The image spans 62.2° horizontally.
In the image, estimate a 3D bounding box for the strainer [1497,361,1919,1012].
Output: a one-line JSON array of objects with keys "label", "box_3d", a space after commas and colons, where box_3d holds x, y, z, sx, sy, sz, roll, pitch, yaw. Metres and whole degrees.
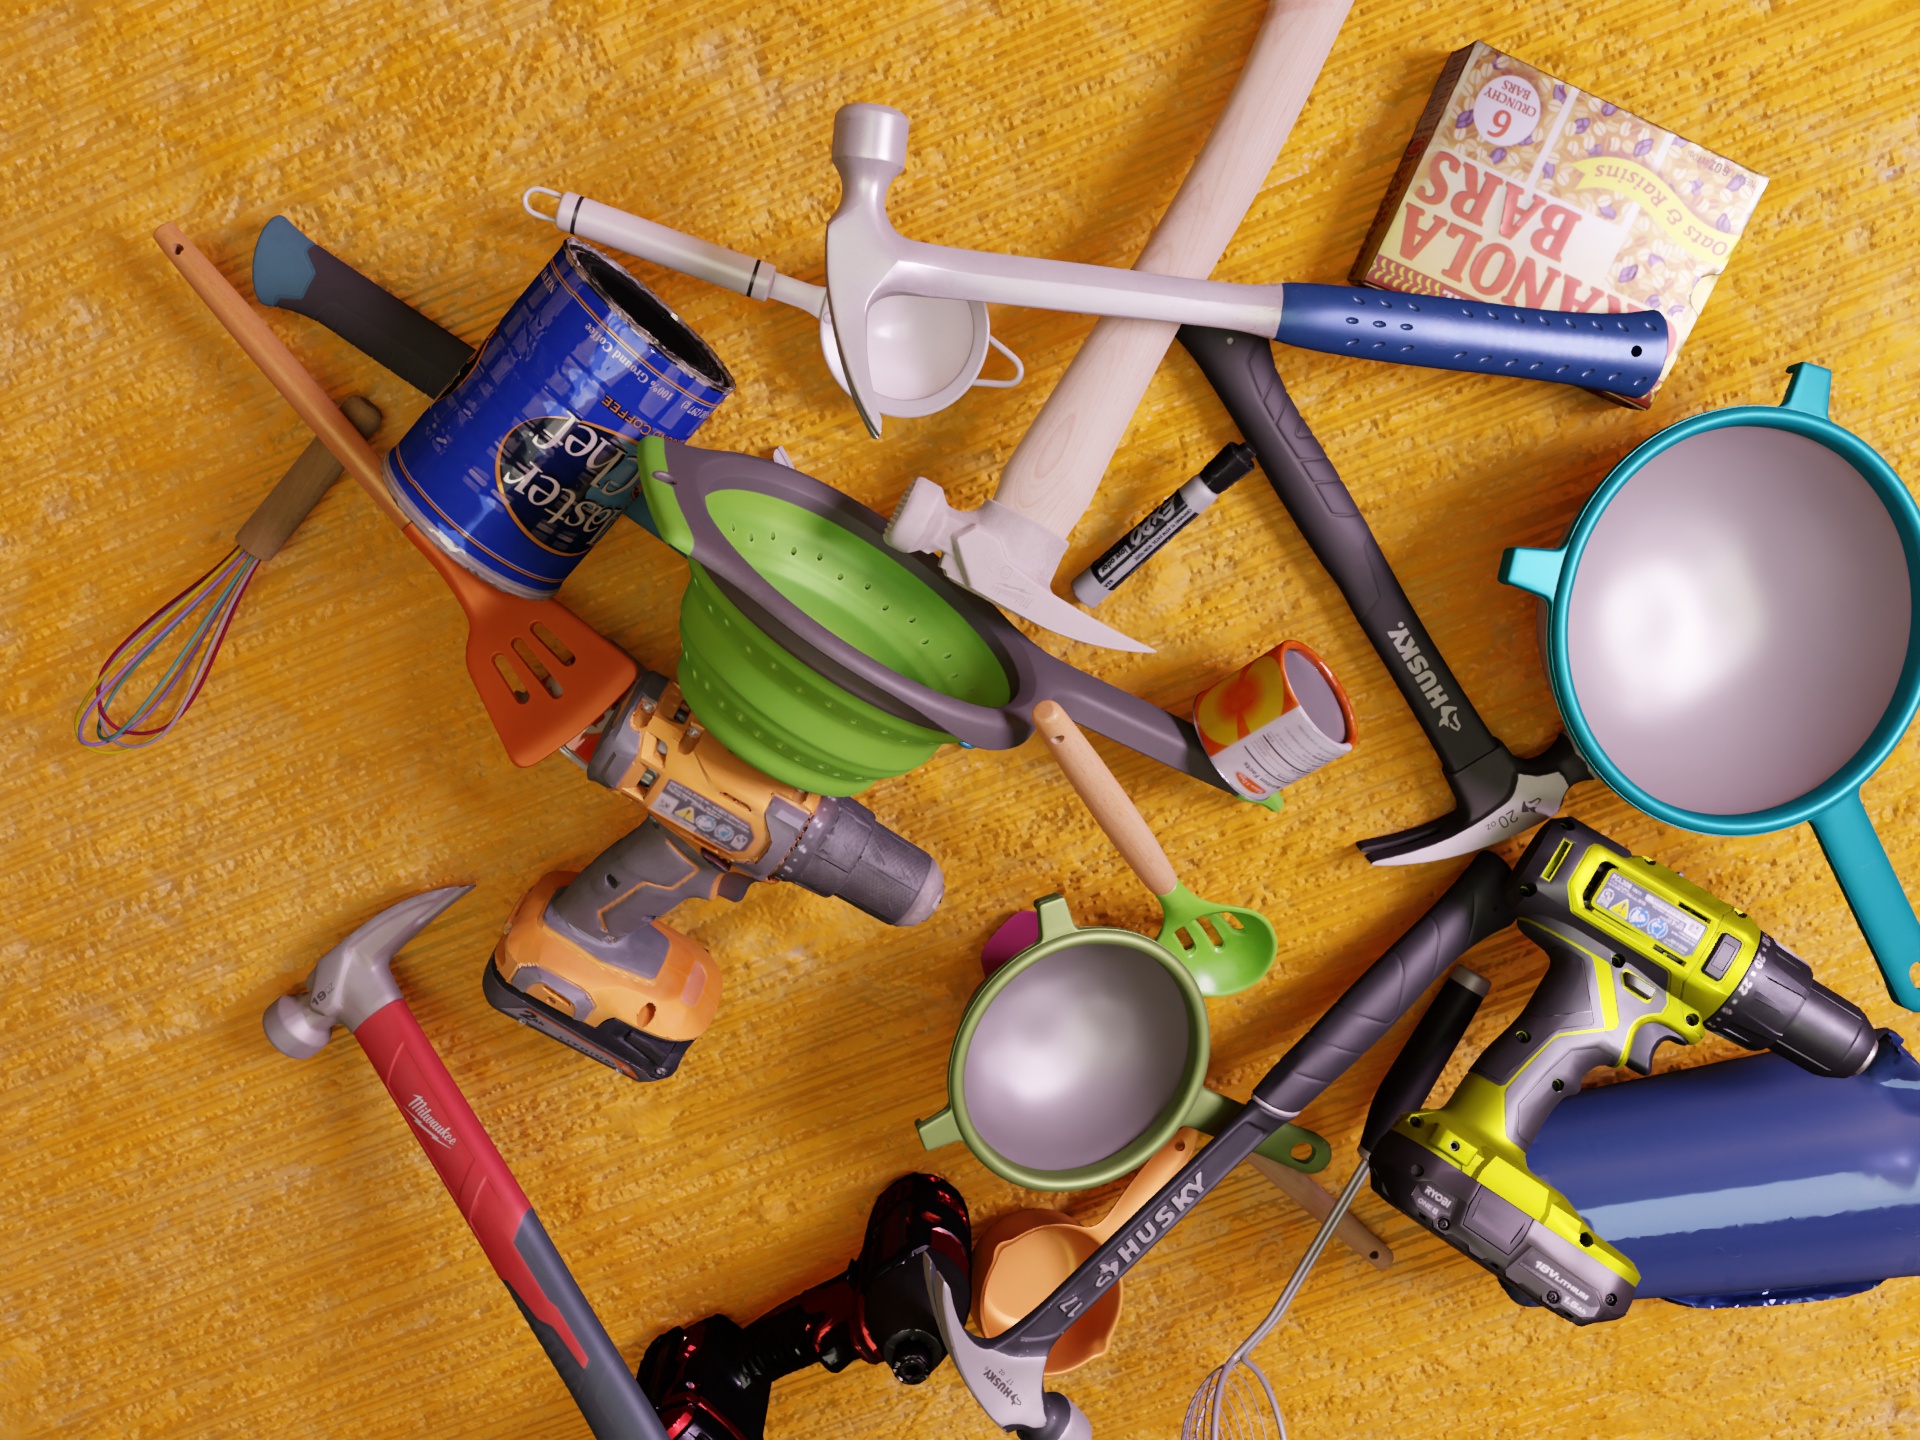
[{"label": "strainer", "box_3d": [0.411, 0.002, 0.829, 0.211, 0.095, 0.340, -32, 102, -5]}]

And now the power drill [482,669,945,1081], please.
[{"label": "power drill", "box_3d": [-0.131, 0.096, 0.829, 0.185, 0.084, 0.226, 30, 126, -11]}]

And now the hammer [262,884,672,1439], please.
[{"label": "hammer", "box_3d": [-0.231, 0.277, 0.866, 0.143, 0.038, 0.386, -38, 79, 10]}]

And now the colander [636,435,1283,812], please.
[{"label": "colander", "box_3d": [-0.001, -0.003, 0.793, 0.396, 0.205, 0.094, 24, 113, -30]}]

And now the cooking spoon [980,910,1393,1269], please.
[{"label": "cooking spoon", "box_3d": [0.139, 0.223, 0.933, 0.318, 0.017, 0.069, 41, 96, -9]}]

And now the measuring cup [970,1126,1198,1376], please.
[{"label": "measuring cup", "box_3d": [0.074, 0.303, 0.944, 0.173, 0.052, 0.095, -46, 101, -14]}]

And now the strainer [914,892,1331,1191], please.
[{"label": "strainer", "box_3d": [0.099, 0.196, 0.893, 0.256, 0.069, 0.151, 26, 93, -24]}]

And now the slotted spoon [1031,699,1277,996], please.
[{"label": "slotted spoon", "box_3d": [0.097, 0.070, 0.801, 0.070, 0.031, 0.313, -23, 144, 12]}]

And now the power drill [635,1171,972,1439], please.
[{"label": "power drill", "box_3d": [-0.086, 0.363, 0.906, 0.219, 0.143, 0.078, -38, 104, 11]}]

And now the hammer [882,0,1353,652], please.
[{"label": "hammer", "box_3d": [0.121, -0.234, 0.775, 0.146, 0.038, 0.410, 28, 94, -10]}]

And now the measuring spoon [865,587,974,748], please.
[{"label": "measuring spoon", "box_3d": [-0.021, -0.040, 0.869, 0.042, 0.021, 0.128, -29, 112, -6]}]

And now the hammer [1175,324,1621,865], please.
[{"label": "hammer", "box_3d": [0.210, -0.073, 0.848, 0.146, 0.035, 0.334, -33, 102, 7]}]

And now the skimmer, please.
[{"label": "skimmer", "box_3d": [0.228, 0.315, 0.899, 0.090, 0.127, 0.363, 30, 91, 32]}]

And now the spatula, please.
[{"label": "spatula", "box_3d": [-0.295, -0.121, 0.807, 0.081, 0.041, 0.322, -40, 99, -5]}]

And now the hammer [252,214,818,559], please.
[{"label": "hammer", "box_3d": [-0.219, -0.149, 0.829, 0.331, 0.033, 0.128, 33, 103, -8]}]

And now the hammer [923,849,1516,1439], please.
[{"label": "hammer", "box_3d": [0.153, 0.218, 0.863, 0.409, 0.036, 0.149, -42, 114, -8]}]

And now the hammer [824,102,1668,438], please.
[{"label": "hammer", "box_3d": [0.137, -0.188, 0.748, 0.405, 0.035, 0.144, 4, 97, -9]}]

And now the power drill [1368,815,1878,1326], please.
[{"label": "power drill", "box_3d": [0.337, 0.188, 0.819, 0.190, 0.080, 0.228, 33, 82, 13]}]

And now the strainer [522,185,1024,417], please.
[{"label": "strainer", "box_3d": [-0.091, -0.219, 0.796, 0.258, 0.050, 0.087, 18, 108, -9]}]

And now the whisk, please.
[{"label": "whisk", "box_3d": [-0.389, -0.075, 0.850, 0.047, 0.051, 0.245, 38, 98, -30]}]
